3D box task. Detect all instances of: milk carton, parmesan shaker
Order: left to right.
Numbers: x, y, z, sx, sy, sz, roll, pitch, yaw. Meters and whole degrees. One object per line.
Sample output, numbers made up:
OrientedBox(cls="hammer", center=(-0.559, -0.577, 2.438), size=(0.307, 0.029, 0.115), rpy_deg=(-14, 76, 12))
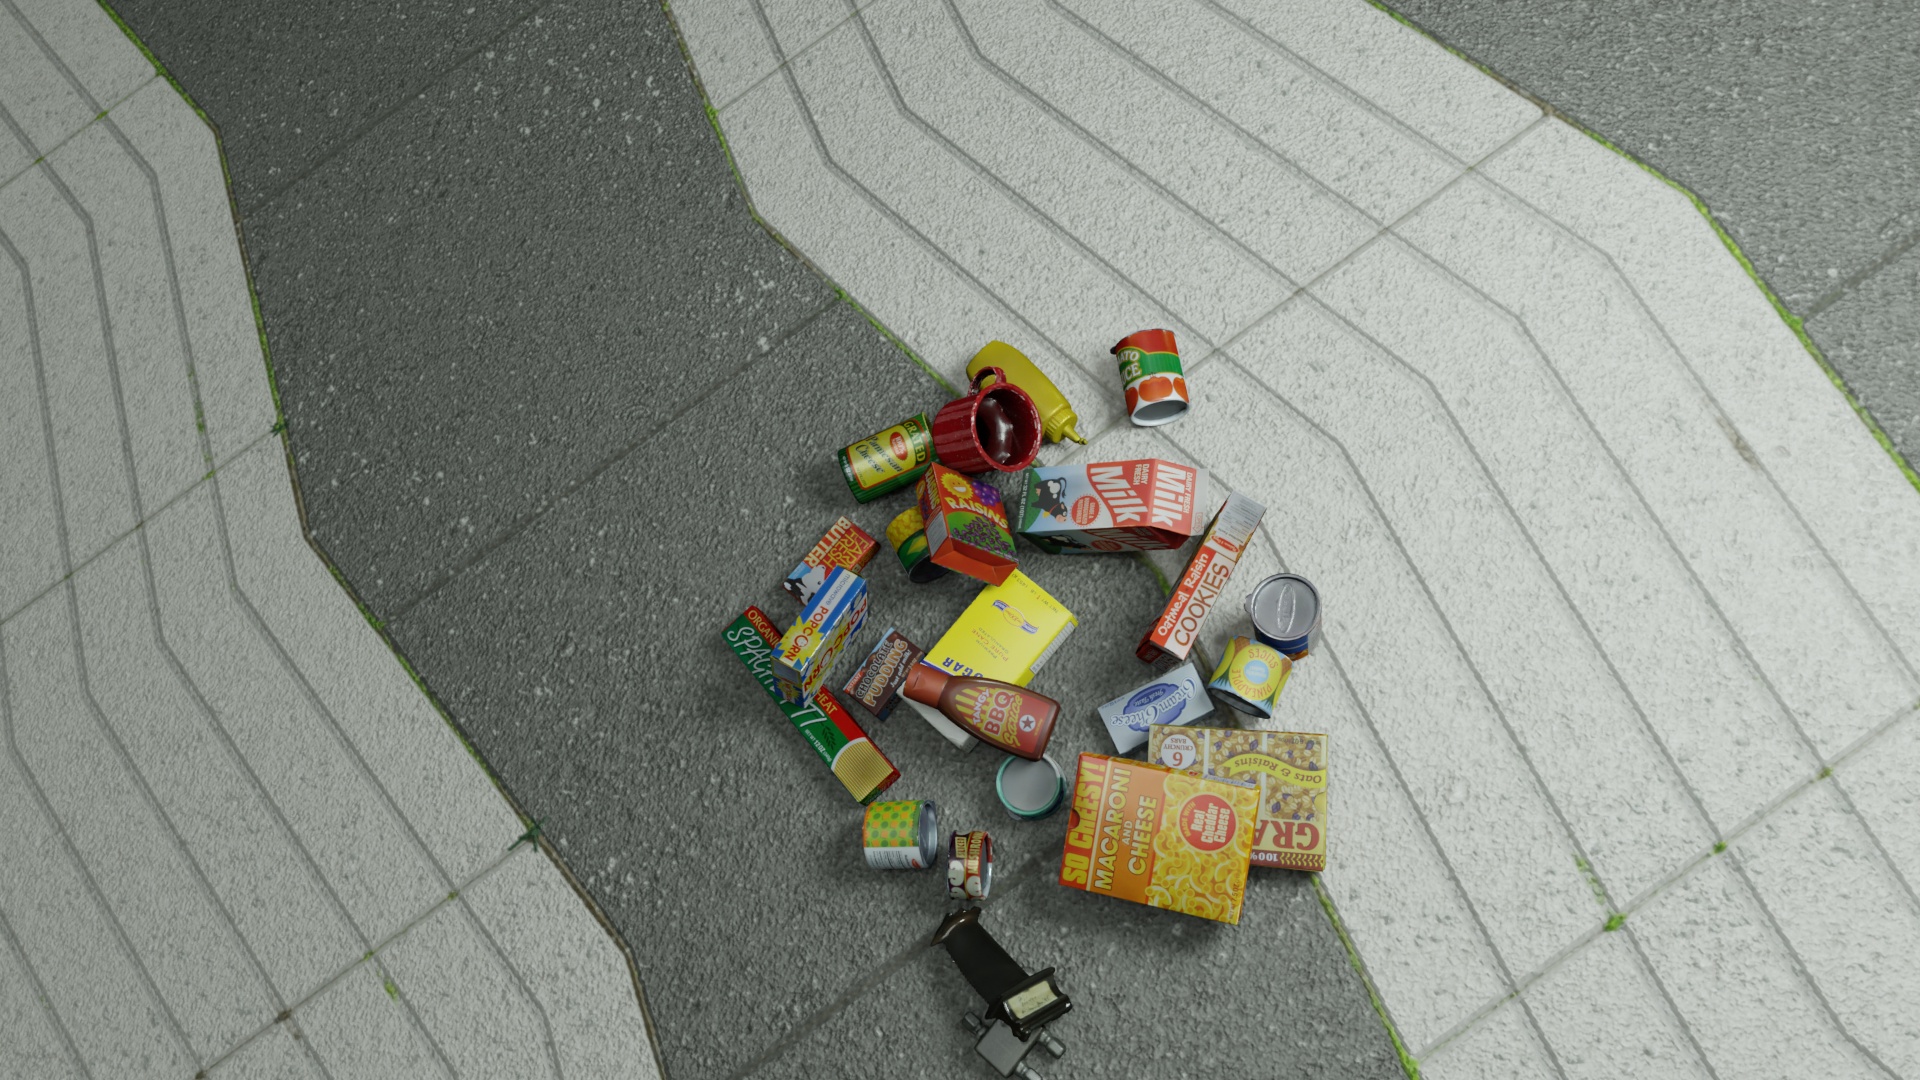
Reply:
OrientedBox(cls="parmesan shaker", center=(-0.072, -0.085, 1.495), size=(0.103, 0.071, 0.071), rpy_deg=(-24, 67, 6))
OrientedBox(cls="milk carton", center=(0.157, -0.033, 1.385), size=(0.190, 0.073, 0.072), rpy_deg=(-4, 69, 33))

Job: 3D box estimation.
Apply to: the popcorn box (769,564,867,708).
OrientedBox(cls="popcorn box", center=(-0.142, 0.098, 1.417), size=(0.038, 0.084, 0.127), rpy_deg=(27, 59, 13))

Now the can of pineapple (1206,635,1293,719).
OrientedBox(cls="can of pineapple", center=(0.277, 0.130, 1.327), size=(0.071, 0.071, 0.058), rpy_deg=(23, 78, 21))

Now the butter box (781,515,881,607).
OrientedBox(cls="butter box", center=(-0.139, 0.027, 1.495), size=(0.053, 0.024, 0.103), rpy_deg=(39, 84, 24))

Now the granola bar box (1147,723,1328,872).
OrientedBox(cls="granola bar box", center=(0.257, 0.238, 1.297), size=(0.165, 0.039, 0.124), rpy_deg=(2, 85, 15))

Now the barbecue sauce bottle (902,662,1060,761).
OrientedBox(cls="barbecue sauce bottle", center=(0.018, 0.161, 1.351), size=(0.148, 0.043, 0.065), rpy_deg=(20, 82, 11))

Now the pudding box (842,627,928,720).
OrientedBox(cls="pudding box", center=(-0.076, 0.138, 1.436), size=(0.050, 0.030, 0.084), rpy_deg=(36, 83, 23))

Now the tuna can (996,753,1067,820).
OrientedBox(cls="tuna can", center=(0.068, 0.241, 1.361), size=(0.071, 0.032, 0.071), rpy_deg=(-5, 70, 13))

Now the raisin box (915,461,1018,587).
OrientedBox(cls="raisin box", center=(0.005, -0.018, 1.415), size=(0.040, 0.086, 0.124), rpy_deg=(-54, 30, 29))

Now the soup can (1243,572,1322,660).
OrientedBox(cls="soup can", center=(0.310, 0.074, 1.331), size=(0.071, 0.083, 0.071), rpy_deg=(-5, 70, 13))

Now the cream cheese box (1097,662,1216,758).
OrientedBox(cls="cream cheese box", center=(0.193, 0.166, 1.361), size=(0.104, 0.024, 0.053), rpy_deg=(-27, 68, 4))

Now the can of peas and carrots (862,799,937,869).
OrientedBox(cls="can of peas and carrots", center=(-0.058, 0.286, 1.361), size=(0.059, 0.071, 0.071), rpy_deg=(-5, 70, 13))

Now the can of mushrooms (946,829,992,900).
OrientedBox(cls="can of mushrooms", center=(0.009, 0.310, 1.332), size=(0.033, 0.071, 0.071), rpy_deg=(0, 71, 13))

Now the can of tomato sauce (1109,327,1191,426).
OrientedBox(cls="can of tomato sauce", center=(0.200, -0.170, 1.454), size=(0.071, 0.071, 0.083), rpy_deg=(-13, 69, 10))

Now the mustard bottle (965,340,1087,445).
OrientedBox(cls="mustard bottle", center=(0.077, -0.148, 1.488), size=(0.065, 0.048, 0.160), rpy_deg=(-45, 67, -3))

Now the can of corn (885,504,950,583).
OrientedBox(cls="can of corn", center=(-0.035, 0.001, 1.454), size=(0.071, 0.071, 0.058), rpy_deg=(-31, 66, 2))

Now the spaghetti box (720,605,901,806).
OrientedBox(cls="spaghetti box", center=(-0.160, 0.168, 1.448), size=(0.050, 0.028, 0.250), rpy_deg=(-42, 67, -4))

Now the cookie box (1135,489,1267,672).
OrientedBox(cls="cookie box", center=(0.229, 0.042, 1.339), size=(0.040, 0.122, 0.167), rpy_deg=(30, 81, 7))

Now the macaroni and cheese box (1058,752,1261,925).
OrientedBox(cls="macaroni and cheese box", center=(0.182, 0.270, 1.271), size=(0.166, 0.040, 0.123), rpy_deg=(9, 88, 15))
